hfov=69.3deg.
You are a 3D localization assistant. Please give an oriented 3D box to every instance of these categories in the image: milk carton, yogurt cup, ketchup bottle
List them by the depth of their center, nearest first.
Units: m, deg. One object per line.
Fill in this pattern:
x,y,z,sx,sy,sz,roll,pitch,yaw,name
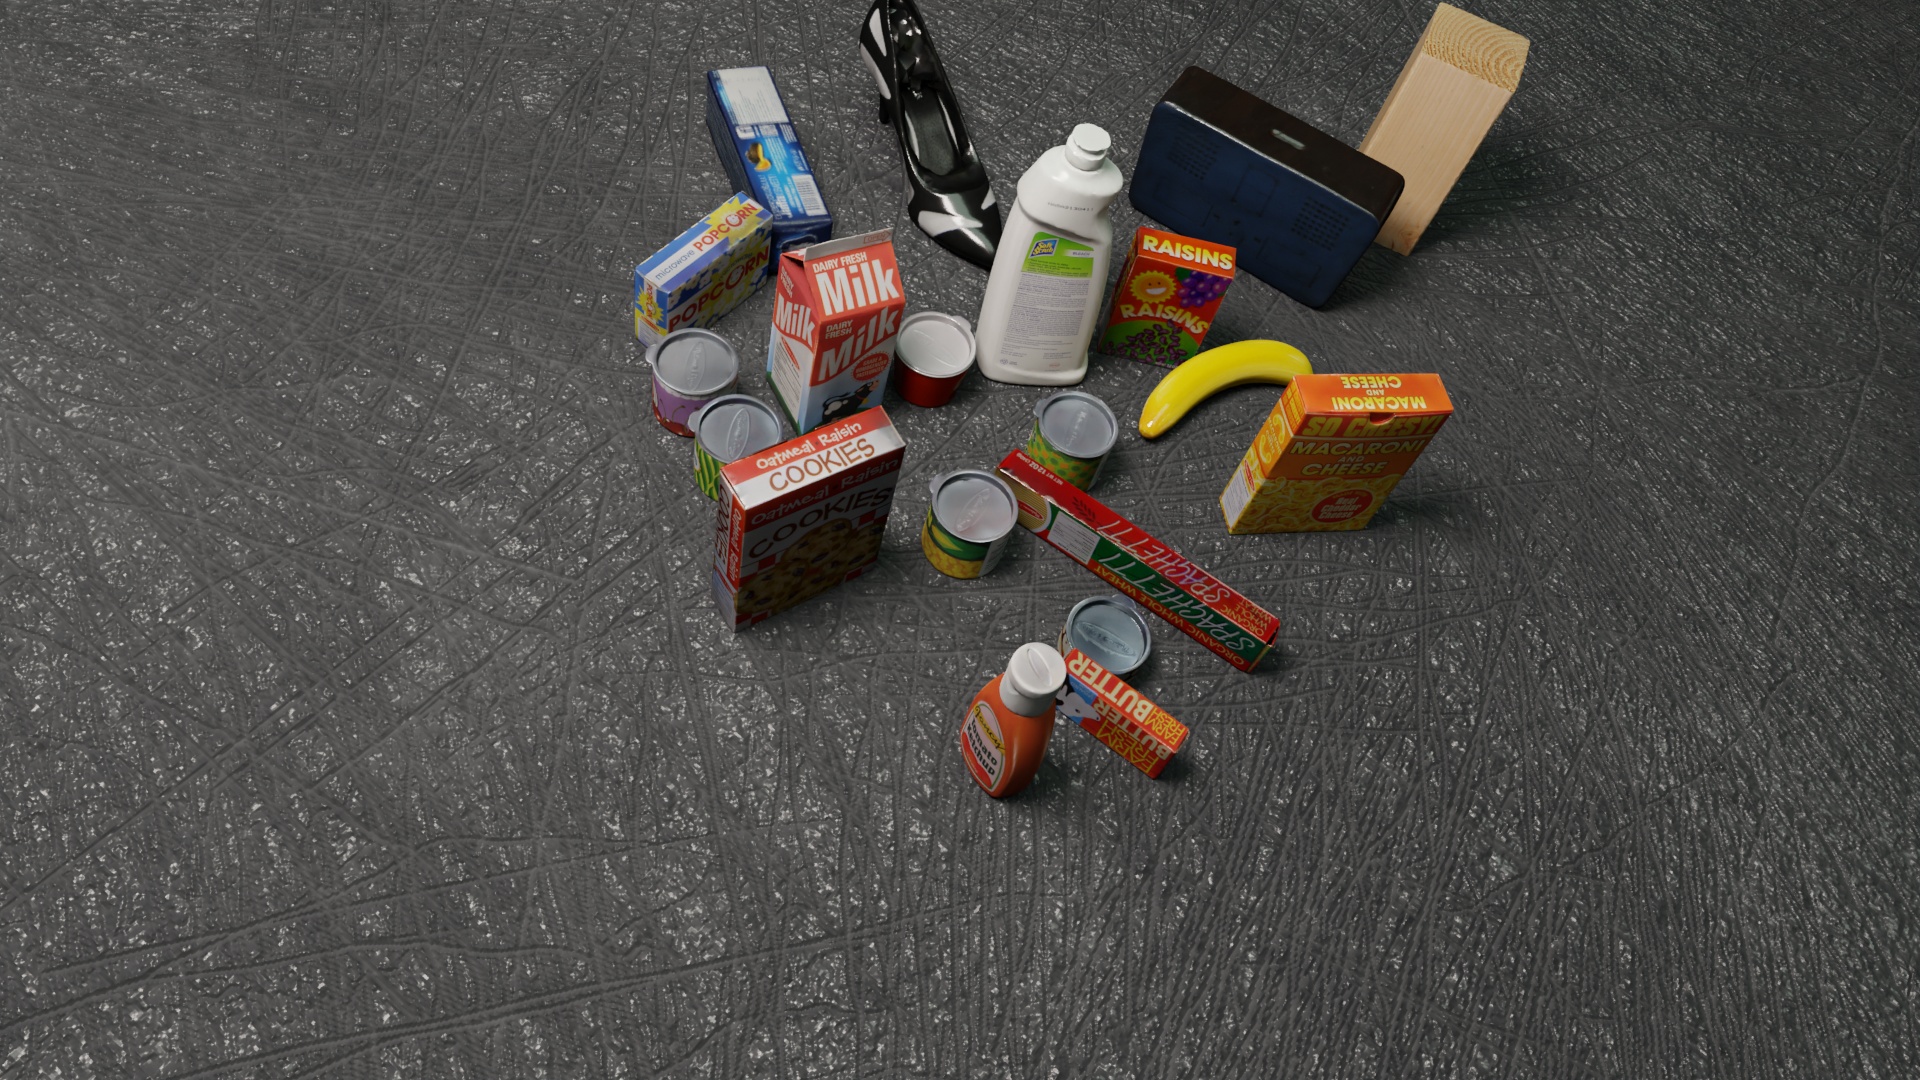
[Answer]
0.037,0.118,0.935,0.044,0.148,0.065,-19,64,-22,ketchup bottle
-0.096,-0.165,1.064,0.072,0.189,0.073,-19,64,-23,milk carton
-0.025,-0.147,1.150,0.072,0.053,0.073,6,57,-9,yogurt cup

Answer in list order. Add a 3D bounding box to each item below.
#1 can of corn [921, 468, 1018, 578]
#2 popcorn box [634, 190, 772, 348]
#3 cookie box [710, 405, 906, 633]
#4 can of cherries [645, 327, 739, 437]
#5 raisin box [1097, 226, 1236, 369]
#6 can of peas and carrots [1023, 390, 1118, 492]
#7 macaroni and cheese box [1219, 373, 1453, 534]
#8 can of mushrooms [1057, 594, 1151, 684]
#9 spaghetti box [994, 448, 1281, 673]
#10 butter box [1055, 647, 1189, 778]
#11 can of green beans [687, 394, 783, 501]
0.004,-0.013,1.067,0.071,0.058,0.071,6,57,-9,can of corn
-0.210,-0.216,1.135,0.038,0.084,0.127,36,58,11,popcorn box
-0.111,-0.013,0.976,0.123,0.166,0.040,-25,66,-25,cookie box
-0.211,-0.124,1.092,0.071,0.058,0.072,6,57,-9,can of cherries
0.175,-0.205,1.190,0.086,0.122,0.040,13,56,-4,raisin box
0.086,-0.079,1.127,0.071,0.058,0.071,6,57,-9,can of peas and carrots
0.293,-0.065,1.099,0.124,0.165,0.040,-2,59,-14,macaroni and cheese box
0.109,0.076,1.047,0.071,0.033,0.071,6,57,-9,can of mushrooms
0.133,0.016,1.081,0.250,0.050,0.029,34,57,10,spaghetti box
0.111,0.125,1.004,0.103,0.052,0.024,35,58,11,butter box
-0.171,-0.069,1.065,0.071,0.057,0.071,6,57,-9,can of green beans
